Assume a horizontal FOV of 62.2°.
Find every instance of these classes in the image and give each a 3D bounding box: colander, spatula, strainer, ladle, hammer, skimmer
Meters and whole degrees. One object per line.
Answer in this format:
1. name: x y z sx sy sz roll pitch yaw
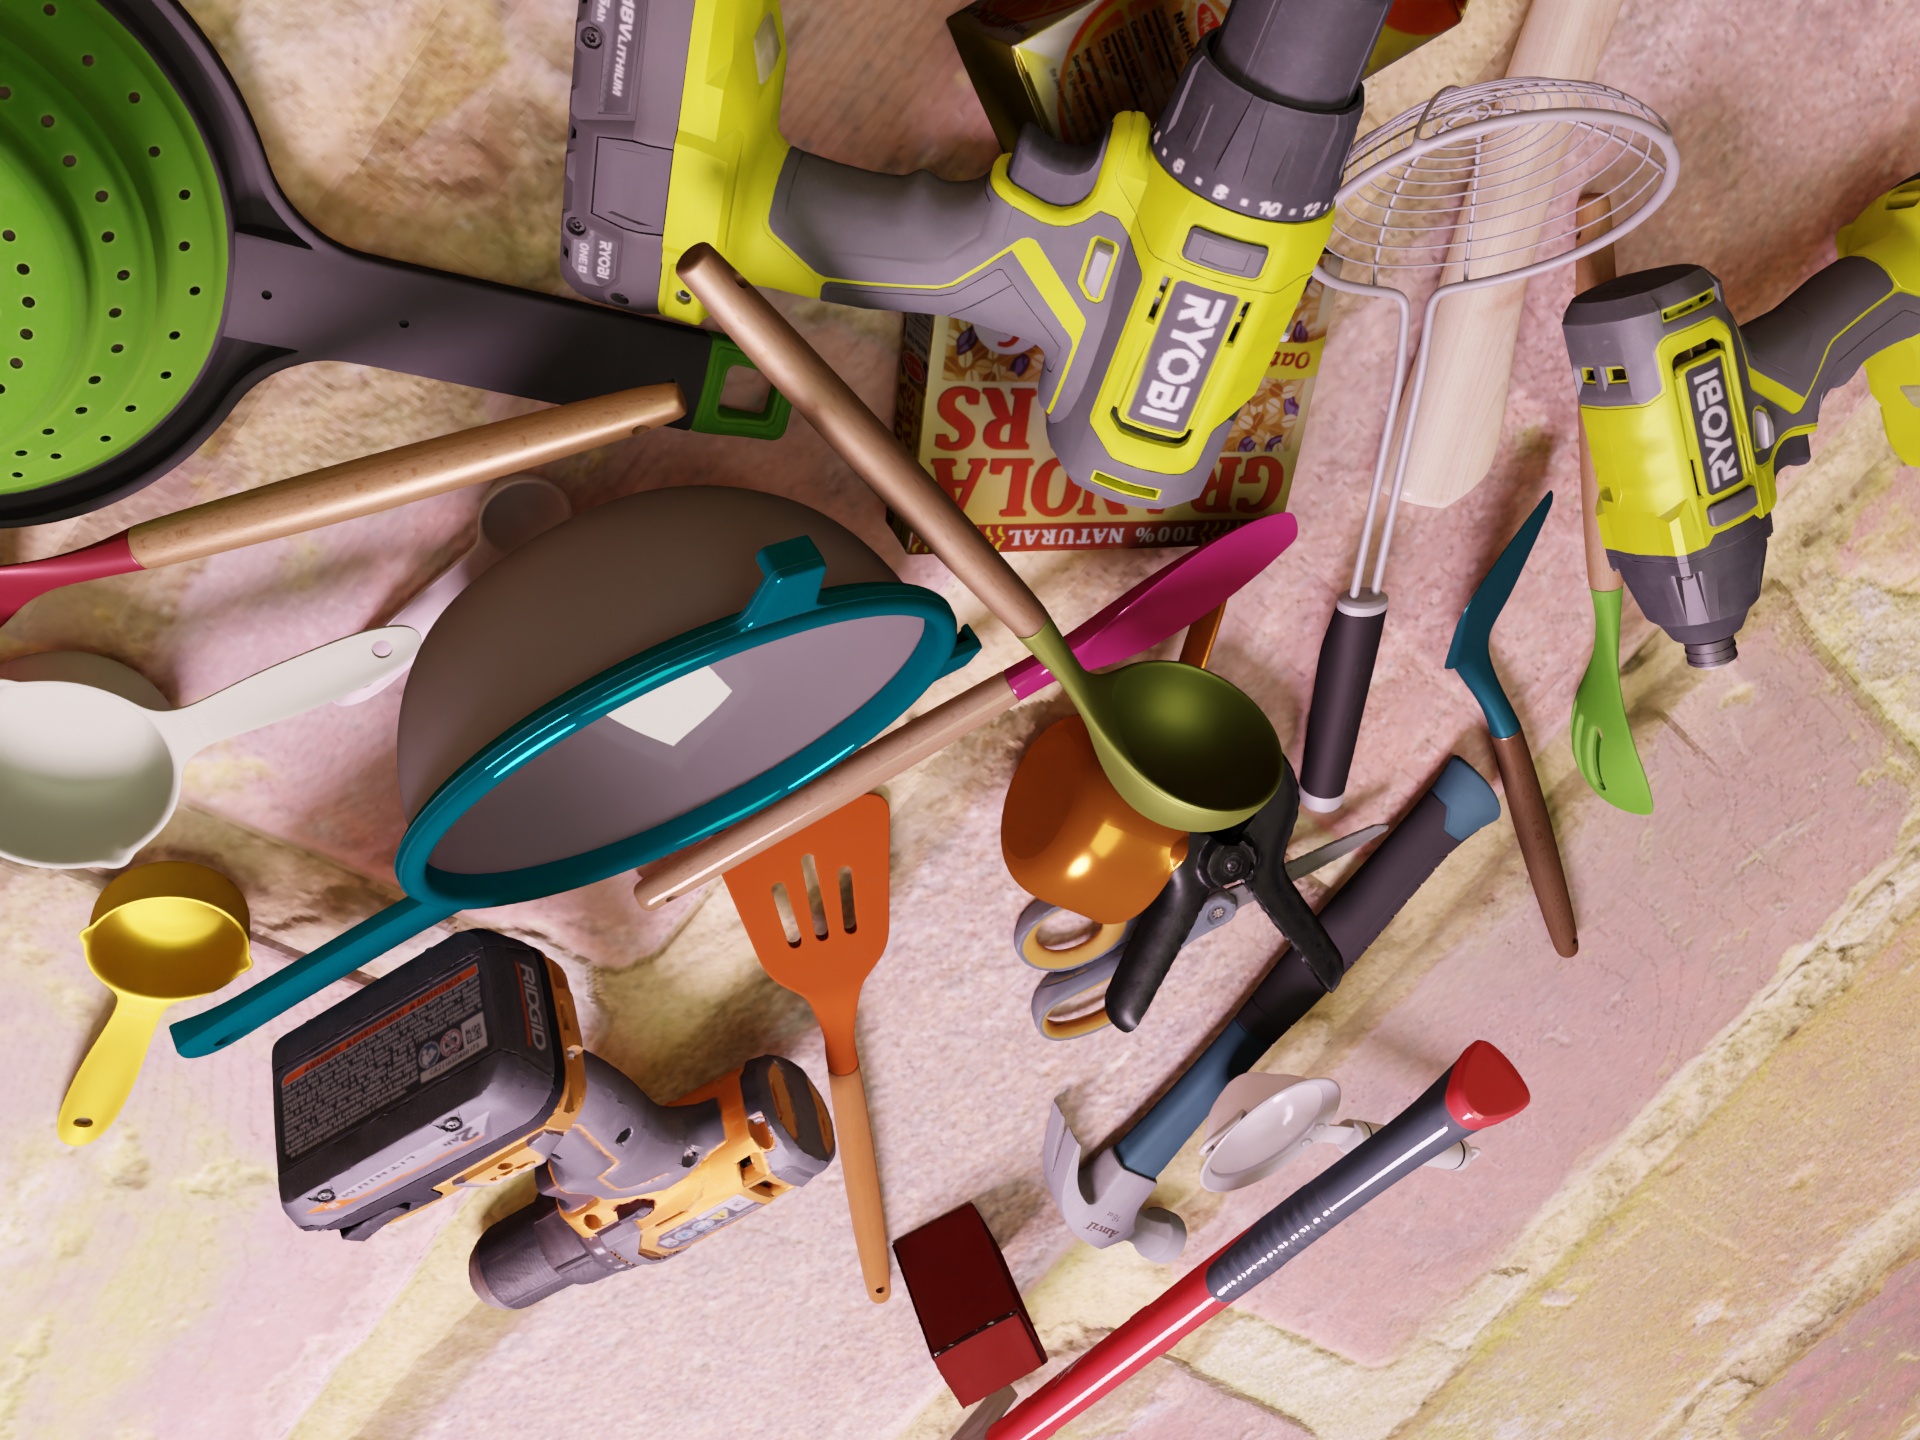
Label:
1. colander: -0.230 -0.126 0.483 0.397 0.095 0.204 7 116 -25
2. spatula: -0.056 0.177 0.776 0.081 0.041 0.322 -13 127 -12
3. strainer: -0.167 0.010 0.581 0.340 0.095 0.211 -30 168 12
4. ladle: 0.021 -0.054 0.552 0.062 0.078 0.319 -25 136 23
5. hammer: 0.165 0.154 0.842 0.128 0.033 0.331 31 104 -34
6. ladle: -0.238 -0.061 0.508 0.315 0.069 0.031 -14 81 5
7. spatula: 0.291 0.025 0.808 0.082 0.044 0.317 -49 131 -23
8. hammer: 0.131 0.289 0.822 0.386 0.038 0.143 -44 166 18
9. hammer: 0.230 -0.279 0.611 0.146 0.038 0.410 2 118 -21
10. strainer: 0.204 0.223 0.856 0.258 0.050 0.087 19 116 -37
11. skimmer: 0.183 -0.081 0.646 0.127 0.090 0.363 -4 130 -7

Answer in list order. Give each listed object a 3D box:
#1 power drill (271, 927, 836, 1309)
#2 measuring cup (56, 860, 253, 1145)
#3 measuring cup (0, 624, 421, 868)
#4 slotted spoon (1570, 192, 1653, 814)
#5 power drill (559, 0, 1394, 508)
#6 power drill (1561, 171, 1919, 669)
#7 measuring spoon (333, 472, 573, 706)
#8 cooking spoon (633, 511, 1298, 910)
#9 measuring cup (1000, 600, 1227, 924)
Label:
1. power drill: -0.183 0.184 0.670 0.185 0.084 0.226 -30 144 12
2. measuring cup: -0.330 0.114 0.634 0.062 0.029 0.156 19 122 -32
3. measuring cup: -0.276 -0.006 0.572 0.167 0.038 0.083 -23 125 -10
4. slotted spoon: 0.300 -0.088 0.745 0.031 0.070 0.313 -12 118 3
5. power drill: 0.004 -0.175 0.487 0.228 0.080 0.190 15 136 -4
6. power drill: 0.373 -0.136 0.692 0.223 0.080 0.171 -26 109 -15
7. measuring spoon: -0.194 -0.050 0.595 0.124 0.018 0.034 -41 138 13
8. cooking spoon: -0.001 -0.002 0.665 0.319 0.017 0.068 -30 161 7
9. measuring cup: 0.070 0.001 0.696 0.052 0.095 0.173 19 92 -24
